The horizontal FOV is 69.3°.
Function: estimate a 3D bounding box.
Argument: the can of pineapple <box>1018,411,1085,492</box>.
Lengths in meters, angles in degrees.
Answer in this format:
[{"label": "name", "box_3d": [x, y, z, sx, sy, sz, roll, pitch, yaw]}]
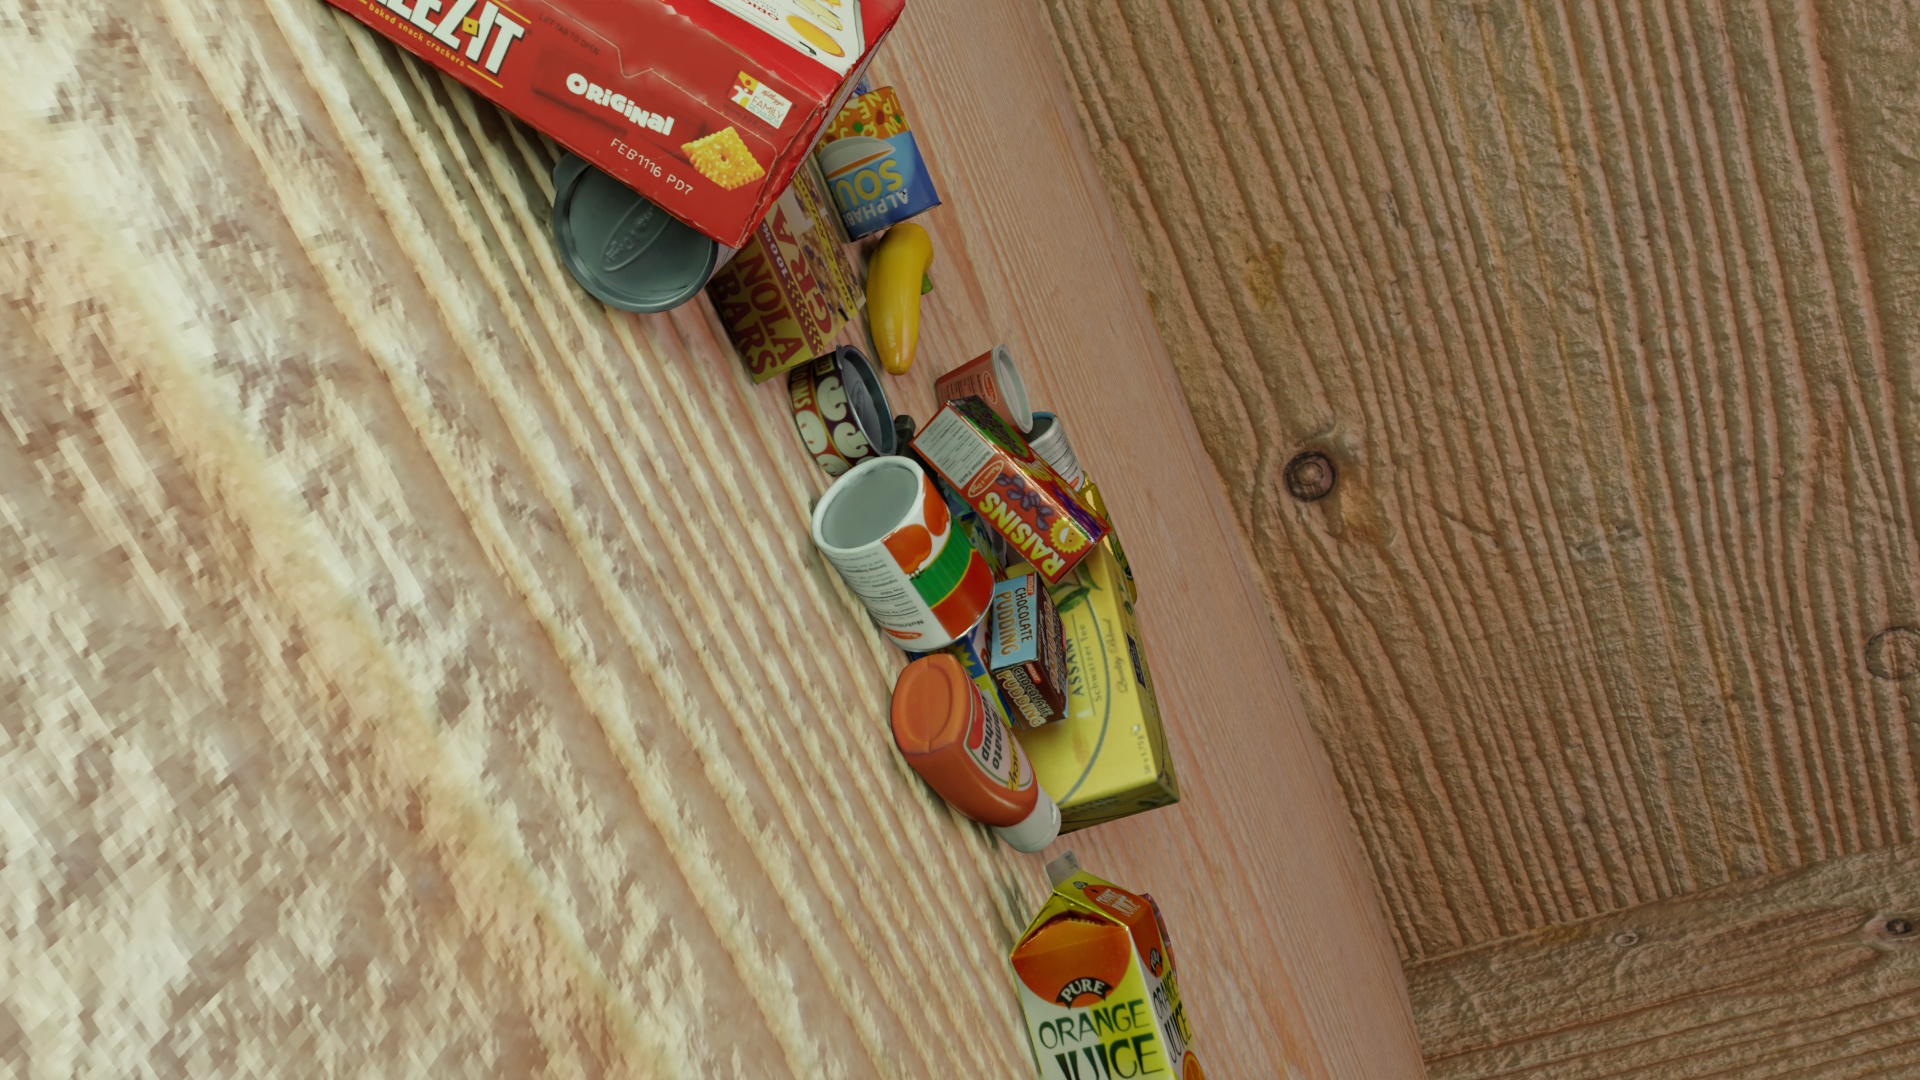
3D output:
[{"label": "can of pineapple", "box_3d": [0.055, -0.061, 1.089, 0.071, 0.071, 0.057, -80, 148, -60]}]

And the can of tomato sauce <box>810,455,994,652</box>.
[{"label": "can of tomato sauce", "box_3d": [-0.029, 0.005, 0.717, 0.071, 0.071, 0.082, -93, 157, -45]}]

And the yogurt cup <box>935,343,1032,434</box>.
[{"label": "yogurt cup", "box_3d": [0.017, -0.103, 1.024, 0.072, 0.054, 0.072, -20, 91, -74]}]

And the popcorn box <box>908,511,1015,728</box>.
[{"label": "popcorn box", "box_3d": [0.004, 0.049, 0.828, 0.127, 0.038, 0.085, -78, 145, -62]}]

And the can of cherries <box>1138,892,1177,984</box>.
[{"label": "can of cherries", "box_3d": [0.097, 0.255, 0.860, 0.071, 0.058, 0.071, -20, 91, -74]}]

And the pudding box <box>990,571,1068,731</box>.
[{"label": "pudding box", "box_3d": [0.040, 0.063, 0.805, 0.084, 0.030, 0.049, -85, 153, -55]}]

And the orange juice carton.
[{"label": "orange juice carton", "box_3d": [0.083, 0.269, 0.770, 0.072, 0.073, 0.193, 15, 56, -71]}]

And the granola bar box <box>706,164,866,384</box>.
[{"label": "granola bar box", "box_3d": [-0.109, -0.177, 0.715, 0.125, 0.039, 0.165, -70, 137, -66]}]

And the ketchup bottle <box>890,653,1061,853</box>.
[{"label": "ketchup bottle", "box_3d": [0.012, 0.124, 0.759, 0.148, 0.043, 0.065, 55, 25, -46]}]

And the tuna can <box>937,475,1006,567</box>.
[{"label": "tuna can", "box_3d": [0.003, -0.011, 0.909, 0.071, 0.033, 0.071, -21, 91, -74]}]

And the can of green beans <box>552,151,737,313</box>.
[{"label": "can of green beans", "box_3d": [-0.123, -0.132, 0.565, 0.058, 0.071, 0.071, -77, 145, -64]}]

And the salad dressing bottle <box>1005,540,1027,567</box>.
[{"label": "salad dressing bottle", "box_3d": [0.060, 0.021, 1.045, 0.064, 0.044, 0.147, -64, 134, -71]}]

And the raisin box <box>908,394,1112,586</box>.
[{"label": "raisin box", "box_3d": [0.033, -0.034, 0.852, 0.123, 0.040, 0.086, 45, 14, 3]}]

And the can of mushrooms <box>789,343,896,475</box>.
[{"label": "can of mushrooms", "box_3d": [-0.064, -0.072, 0.753, 0.071, 0.033, 0.071, -20, 91, -74]}]

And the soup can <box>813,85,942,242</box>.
[{"label": "soup can", "box_3d": [-0.060, -0.248, 0.921, 0.071, 0.071, 0.083, -62, 130, -69]}]

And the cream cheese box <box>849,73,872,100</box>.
[{"label": "cream cheese box", "box_3d": [-0.090, -0.334, 0.994, 0.104, 0.024, 0.053, -20, 91, -74]}]

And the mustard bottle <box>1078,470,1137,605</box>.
[{"label": "mustard bottle", "box_3d": [0.112, -0.010, 1.244, 0.065, 0.049, 0.160, -58, 127, -72]}]
